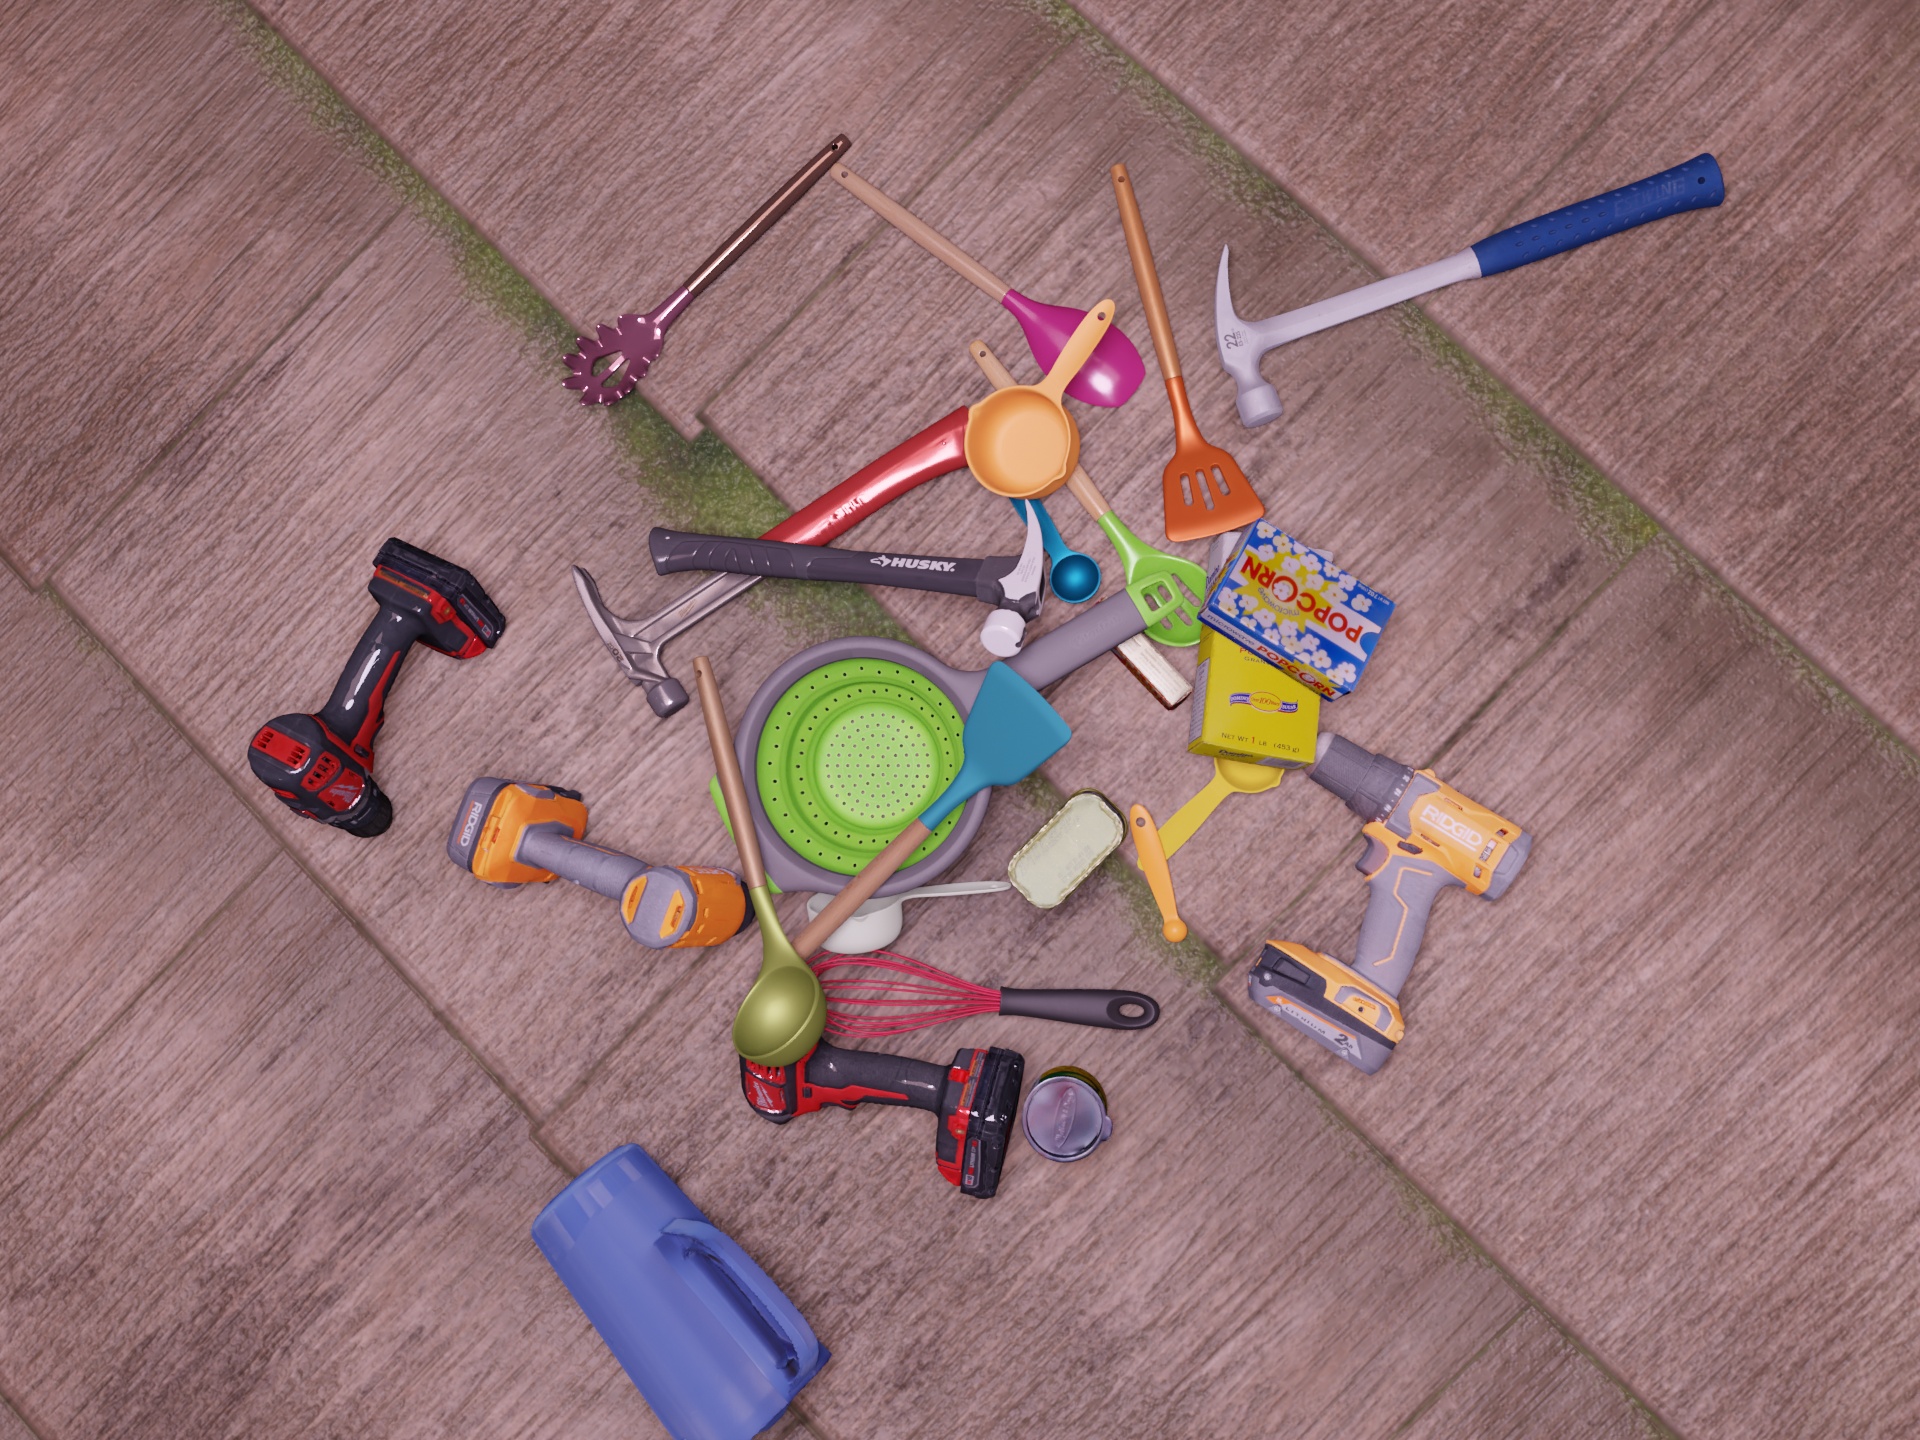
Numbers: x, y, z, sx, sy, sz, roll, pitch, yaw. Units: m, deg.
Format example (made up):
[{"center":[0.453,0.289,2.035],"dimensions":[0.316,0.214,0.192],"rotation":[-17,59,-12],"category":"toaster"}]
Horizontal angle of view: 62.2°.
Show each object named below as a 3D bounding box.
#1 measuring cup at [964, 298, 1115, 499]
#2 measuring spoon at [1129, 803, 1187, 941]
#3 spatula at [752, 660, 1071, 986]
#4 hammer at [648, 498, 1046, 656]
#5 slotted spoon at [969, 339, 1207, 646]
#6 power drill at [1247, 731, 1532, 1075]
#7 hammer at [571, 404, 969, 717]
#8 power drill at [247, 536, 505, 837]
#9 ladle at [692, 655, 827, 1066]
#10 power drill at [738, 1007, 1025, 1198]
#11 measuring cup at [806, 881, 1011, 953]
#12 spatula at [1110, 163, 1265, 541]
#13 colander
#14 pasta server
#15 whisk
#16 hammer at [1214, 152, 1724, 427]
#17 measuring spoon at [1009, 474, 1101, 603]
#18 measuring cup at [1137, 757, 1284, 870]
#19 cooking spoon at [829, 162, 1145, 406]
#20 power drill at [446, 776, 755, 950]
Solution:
[{"center":[0.075,-0.255,1.266],"dimensions":[0.095,0.052,0.173],"rotation":[37,101,14],"category":"measuring cup"},{"center":[0.157,0.124,1.279],"dimensions":[0.021,0.011,0.117],"rotation":[-17,92,18],"category":"measuring spoon"},{"center":[-0.049,0.095,1.201],"dimensions":[0.317,0.044,0.082],"rotation":[-46,77,5],"category":"spatula"},{"center":[-0.094,-0.126,1.256],"dimensions":[0.335,0.035,0.146],"rotation":[7,48,17],"category":"hammer"},{"center":[0.104,-0.189,1.300],"dimensions":[0.070,0.031,0.314],"rotation":[-37,82,2],"category":"slotted spoon"},{"center":[0.307,0.135,1.237],"dimensions":[0.185,0.084,0.226],"rotation":[33,88,9],"category":"power drill"},{"center":[-0.144,-0.158,1.322],"dimensions":[0.359,0.036,0.149],"rotation":[-33,84,5],"category":"hammer"},{"center":[-0.470,-0.014,1.303],"dimensions":[0.080,0.187,0.227],"rotation":[24,72,12],"category":"power drill"},{"center":[-0.166,0.101,1.198],"dimensions":[0.078,0.062,0.320],"rotation":[-22,77,25],"category":"ladle"},{"center":[-0.067,0.295,1.249],"dimensions":[0.219,0.143,0.079],"rotation":[13,47,7],"category":"power drill"},{"center":[-0.040,0.156,1.288],"dimensions":[0.167,0.083,0.038],"rotation":[-5,104,-10],"category":"measuring cup"},{"center":[0.167,-0.302,1.290],"dimensions":[0.081,0.041,0.323],"rotation":[-15,85,7],"category":"spatula"},{"center":[-0.002,-0.004,1.267],"dimensions":[0.397,0.094,0.204],"rotation":[-30,87,4],"category":"colander"},{"center":[-0.210,-0.382,1.339],"dimensions":[0.316,0.040,0.060],"rotation":[-43,96,2],"category":"pasta server"},{"center":[0.012,0.225,1.278],"dimensions":[0.296,0.073,0.073],"rotation":[4,88,0],"category":"whisk"},{"center":[0.398,-0.368,1.268],"dimensions":[0.405,0.035,0.144],"rotation":[-19,86,5],"category":"hammer"},{"center":[0.073,-0.150,1.309],"dimensions":[0.042,0.021,0.129],"rotation":[-33,75,5],"category":"measuring spoon"},{"center":[0.200,0.063,1.282],"dimensions":[0.062,0.029,0.156],"rotation":[45,105,7],"category":"measuring cup"},{"center":[0.018,-0.367,1.321],"dimensions":[0.319,0.017,0.069],"rotation":[38,91,6],"category":"cooking spoon"},{"center":[-0.275,0.120,1.277],"dimensions":[0.226,0.164,0.084],"rotation":[20,90,19],"category":"power drill"}]
